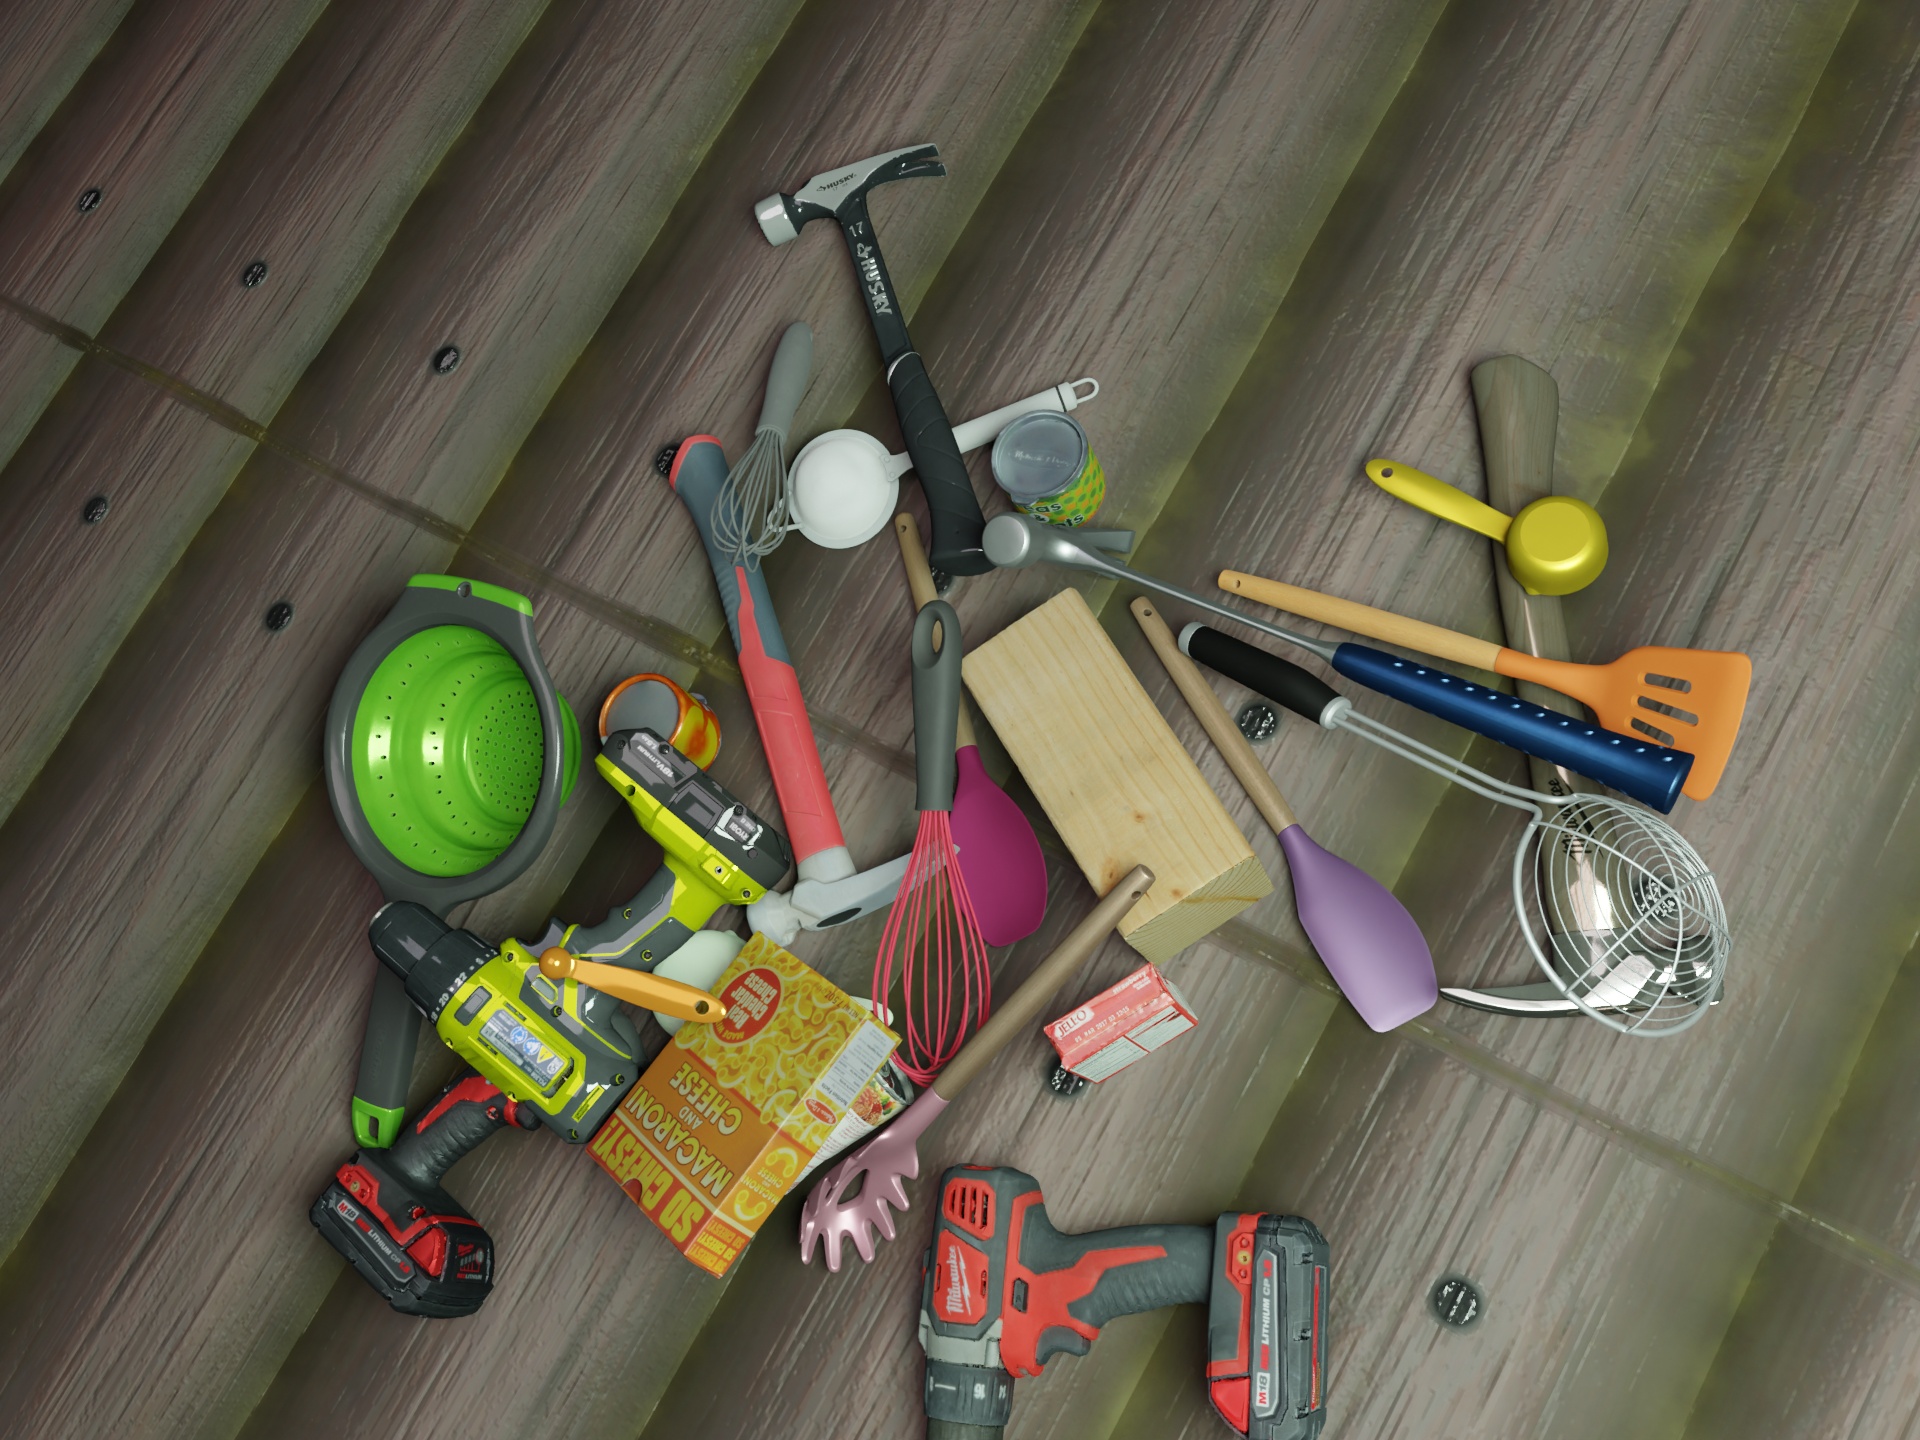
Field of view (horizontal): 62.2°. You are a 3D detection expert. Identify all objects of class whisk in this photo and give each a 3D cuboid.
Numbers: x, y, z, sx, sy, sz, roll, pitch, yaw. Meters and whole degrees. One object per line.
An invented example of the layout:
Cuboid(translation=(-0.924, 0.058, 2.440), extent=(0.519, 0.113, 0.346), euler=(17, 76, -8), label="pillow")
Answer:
Cuboid(translation=(-0.017, 0.074, 0.964), extent=(0.073, 0.073, 0.296), euler=(0, 87, 18), label="whisk")
Cuboid(translation=(-0.134, -0.202, 1.136), extent=(0.055, 0.055, 0.239), euler=(-4, 53, 17), label="whisk")

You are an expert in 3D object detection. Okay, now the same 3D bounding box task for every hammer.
Cuboid(translation=(0.337, -0.031, 0.945), extent=(0.146, 0.038, 0.411), euler=(-8, 68, 17), label="hammer")
Cuboid(translation=(-0.039, -0.261, 1.121), extent=(0.149, 0.036, 0.409), euler=(-22, 57, 7), label="hammer")
Cuboid(translation=(0.211, -0.042, 0.918), extent=(0.406, 0.144, 0.035), euler=(25, 106, 28), label="hammer")
Cuboid(translation=(-0.121, -0.045, 1.097), extent=(0.143, 0.038, 0.387), euler=(-25, 65, 13), label="hammer")

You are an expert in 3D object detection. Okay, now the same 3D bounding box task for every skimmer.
Cuboid(translation=(0.258, 0.044, 0.902), extent=(0.127, 0.090, 0.364), euler=(-26, 39, -29), label="skimmer")

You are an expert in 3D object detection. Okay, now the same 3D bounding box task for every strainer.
Cuboid(translation=(-0.025, -0.191, 1.122), extent=(0.258, 0.050, 0.087), euler=(-21, 80, 7), label="strainer")

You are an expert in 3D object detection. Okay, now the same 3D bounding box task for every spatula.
Cuboid(translation=(0.288, -0.043, 0.926), extent=(0.323, 0.041, 0.081), euler=(21, 106, 34), label="spatula")
Cuboid(translation=(0.189, 0.045, 0.976), extent=(0.060, 0.018, 0.316), euler=(-27, 65, -7), label="spatula")

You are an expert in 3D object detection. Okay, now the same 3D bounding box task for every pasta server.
Cuboid(translation=(0.008, 0.202, 0.920), extent=(0.316, 0.060, 0.040), euler=(-50, 34, 17), label="pasta server")

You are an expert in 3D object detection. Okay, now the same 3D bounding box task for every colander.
Cuboid(translation=(-0.349, 0.101, 1.109), extent=(0.204, 0.094, 0.397), euler=(13, 94, 24), label="colander")

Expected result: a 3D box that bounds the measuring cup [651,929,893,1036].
Cuboid(translation=(-0.125, 0.178, 1.021), extent=(0.167, 0.038, 0.083), euler=(4, 73, 22), label="measuring cup")

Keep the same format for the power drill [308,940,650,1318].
Cuboid(translation=(-0.300, 0.267, 1.031), extent=(0.143, 0.078, 0.220), euler=(32, 81, 25), label="power drill")

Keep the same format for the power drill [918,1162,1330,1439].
Cuboid(translation=(0.082, 0.348, 0.874), extent=(0.227, 0.080, 0.188), euler=(-1, 71, 21), label="power drill")

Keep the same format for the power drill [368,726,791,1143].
Cuboid(translation=(-0.235, 0.118, 0.987), extent=(0.190, 0.080, 0.228), euler=(39, 83, 7), label="power drill")

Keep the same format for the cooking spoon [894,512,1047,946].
Cuboid(translation=(-0.002, -0.003, 1.056), extent=(0.069, 0.017, 0.319), euler=(-27, 64, 26), label="cooking spoon")

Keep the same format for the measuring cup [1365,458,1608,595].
Cuboid(translation=(0.311, -0.127, 0.953), extent=(0.157, 0.029, 0.062), euler=(31, 84, 26), label="measuring cup")

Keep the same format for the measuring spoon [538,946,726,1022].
Cuboid(translation=(-0.194, 0.157, 0.937), extent=(0.117, 0.011, 0.021), euler=(16, 84, 3), label="measuring spoon")
